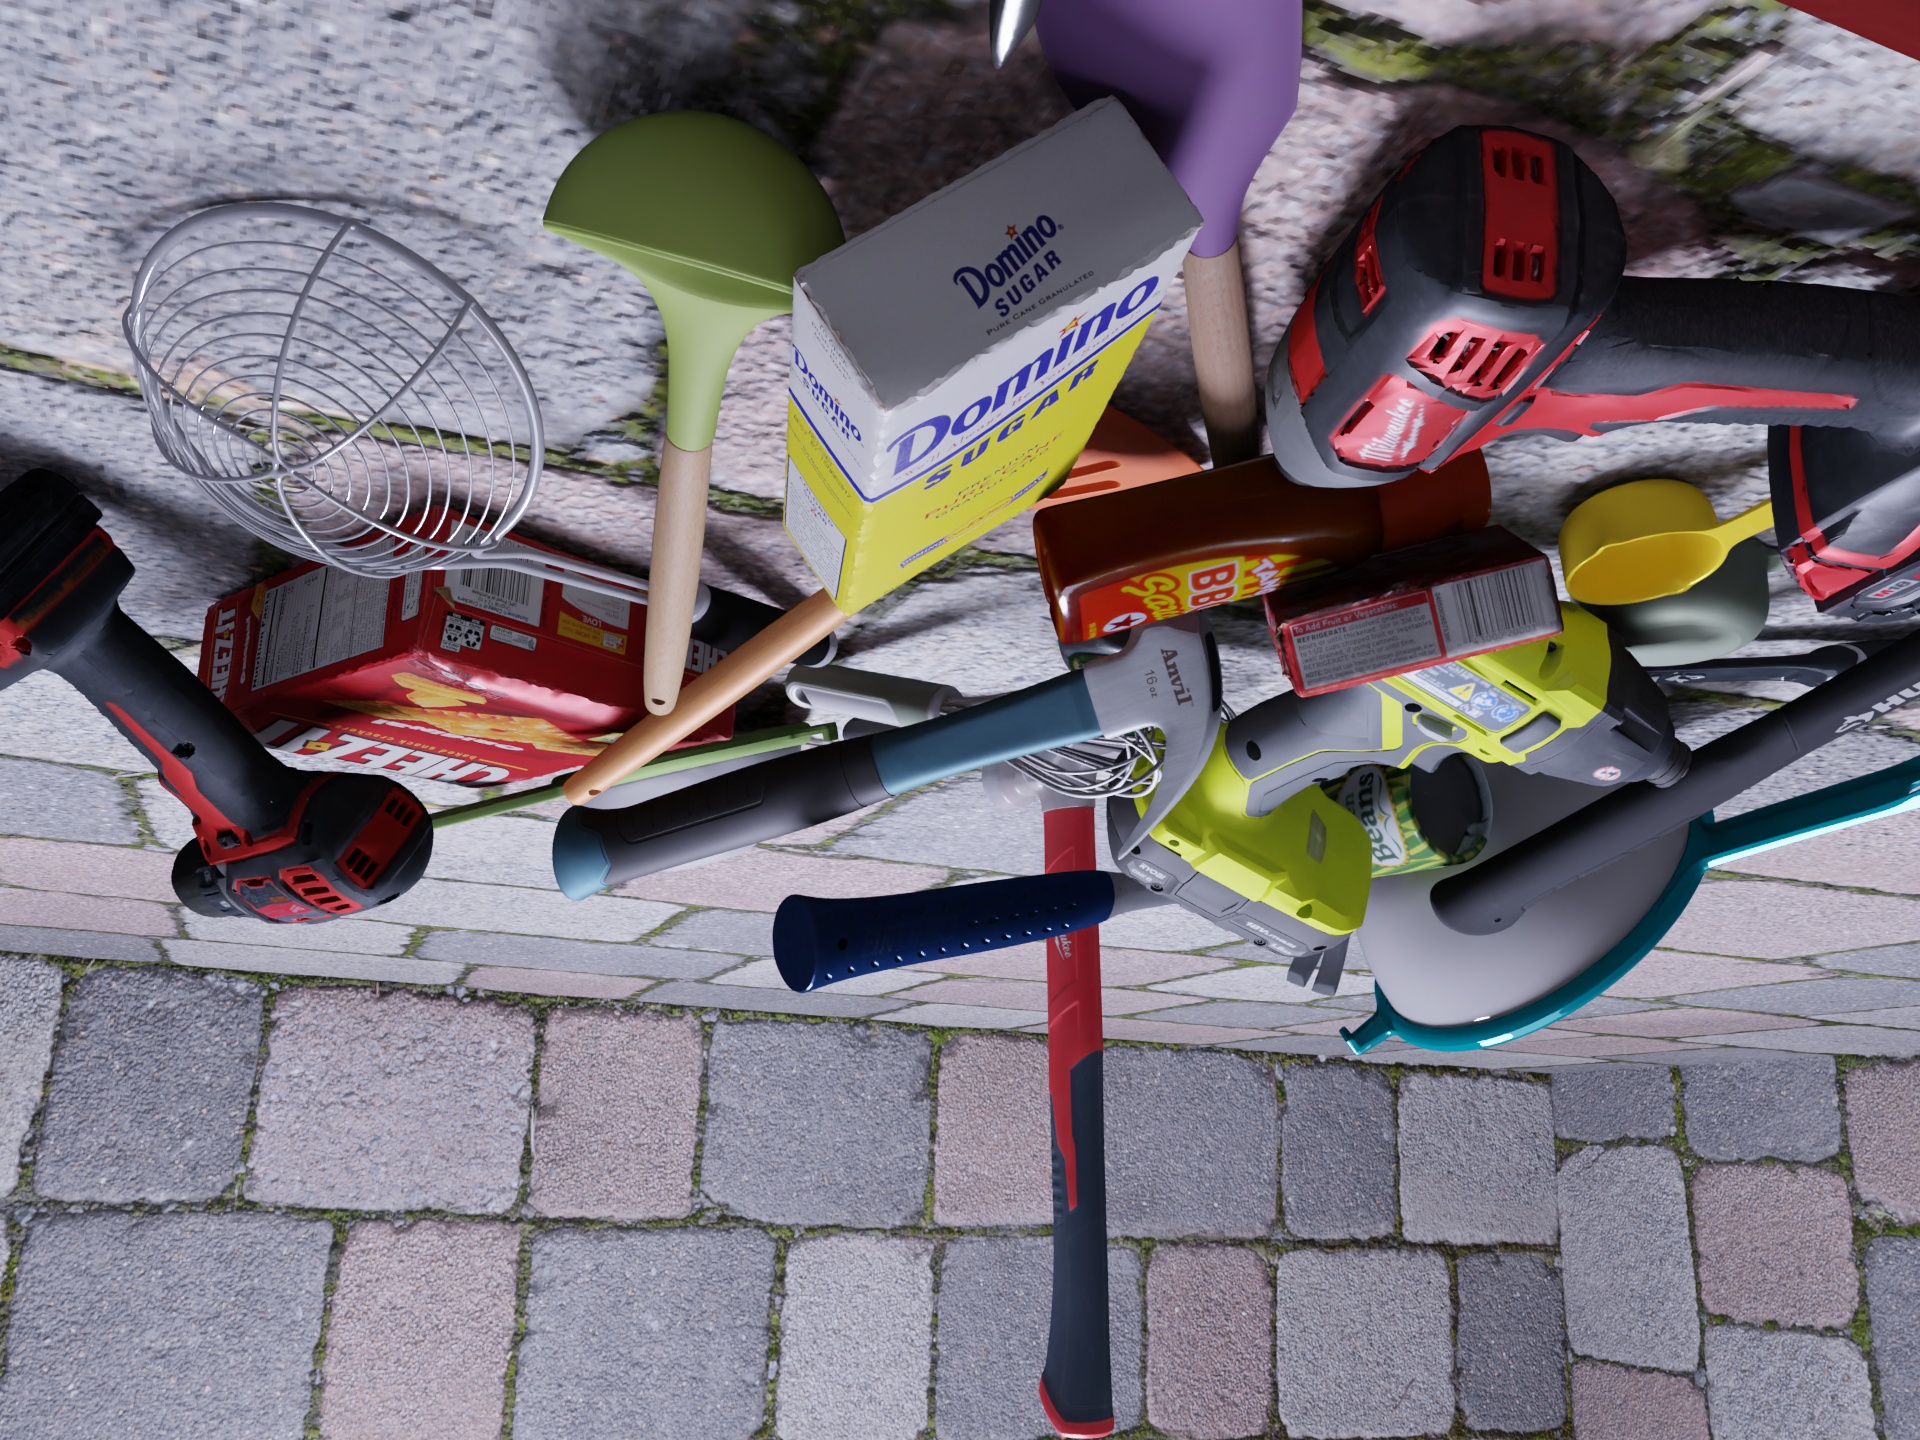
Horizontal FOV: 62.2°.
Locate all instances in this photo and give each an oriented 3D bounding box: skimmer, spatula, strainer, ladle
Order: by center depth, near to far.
[{"bbox_3d":[0.071,-0.124,0.456,0.060,0.018,0.315,3,163,14],"label":"spatula"},{"bbox_3d":[-0.092,-0.067,0.512,0.078,0.062,0.320,15,151,-6],"label":"ladle"},{"bbox_3d":[-0.142,-0.083,0.609,0.127,0.090,0.363,-13,169,21],"label":"skimmer"},{"bbox_3d":[-0.052,-0.037,0.636,0.322,0.041,0.081,-33,147,28],"label":"spatula"},{"bbox_3d":[0.321,0.050,0.816,0.095,0.211,0.340,46,143,-10],"label":"strainer"},{"bbox_3d":[-0.196,0.060,0.880,0.256,0.069,0.151,-14,-179,-30],"label":"strainer"}]

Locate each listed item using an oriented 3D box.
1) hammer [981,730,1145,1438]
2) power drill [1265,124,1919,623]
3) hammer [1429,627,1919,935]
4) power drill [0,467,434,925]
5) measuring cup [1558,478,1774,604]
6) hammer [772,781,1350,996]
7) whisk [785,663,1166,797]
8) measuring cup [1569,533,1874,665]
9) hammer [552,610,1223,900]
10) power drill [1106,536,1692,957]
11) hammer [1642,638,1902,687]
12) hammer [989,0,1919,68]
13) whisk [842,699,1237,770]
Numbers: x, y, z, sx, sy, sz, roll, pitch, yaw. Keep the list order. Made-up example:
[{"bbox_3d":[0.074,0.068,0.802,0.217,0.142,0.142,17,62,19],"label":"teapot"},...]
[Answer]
[{"bbox_3d":[0.076,0.197,0.895,0.038,0.386,0.143,10,164,-43],"label":"hammer"},{"bbox_3d":[0.199,-0.092,0.454,0.219,0.079,0.143,8,163,-8],"label":"power drill"},{"bbox_3d":[0.337,0.010,0.671,0.146,0.035,0.334,16,140,-35],"label":"hammer"},{"bbox_3d":[-0.361,0.012,0.701,0.188,0.080,0.226,-12,130,41],"label":"power drill"},{"bbox_3d":[0.286,-0.086,0.563,0.062,0.029,0.156,16,147,-39],"label":"measuring cup"},{"bbox_3d":[0.081,0.095,0.816,0.405,0.144,0.035,-3,-170,-41],"label":"hammer"},{"bbox_3d":[-0.001,-0.002,0.748,0.246,0.059,0.057,11,143,44],"label":"whisk"},{"bbox_3d":[0.334,-0.048,0.641,0.167,0.038,0.083,-1,164,17],"label":"measuring cup"},{"bbox_3d":[-0.044,0.021,0.685,0.331,0.128,0.033,-17,-177,25],"label":"hammer"},{"bbox_3d":[0.180,0.018,0.688,0.171,0.080,0.223,29,142,-13],"label":"power drill"},{"bbox_3d":[0.381,-0.021,0.737,0.409,0.036,0.149,-1,165,11],"label":"hammer"},{"bbox_3d":[0.189,-0.145,0.320,0.359,0.037,0.149,8,157,-22],"label":"hammer"},{"bbox_3d":[0.041,0.008,0.869,0.239,0.055,0.055,0,164,24],"label":"whisk"}]
